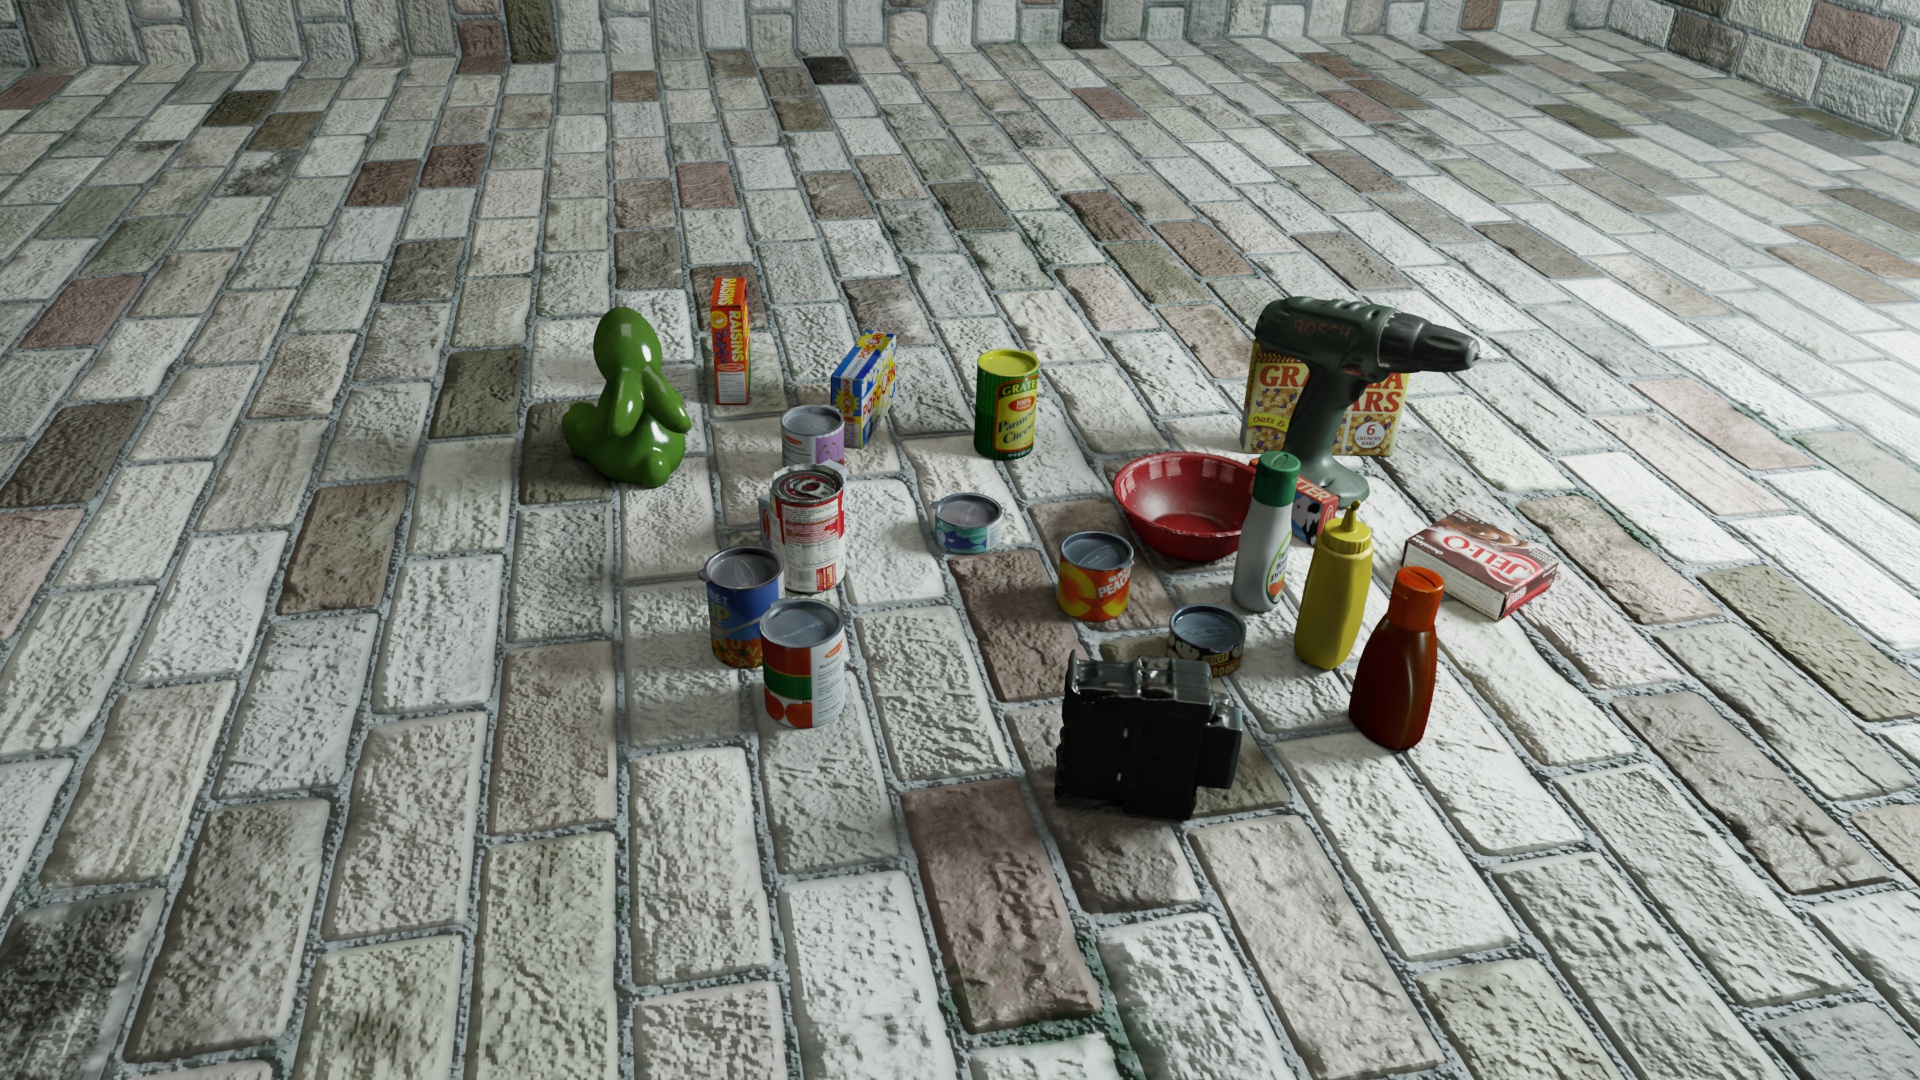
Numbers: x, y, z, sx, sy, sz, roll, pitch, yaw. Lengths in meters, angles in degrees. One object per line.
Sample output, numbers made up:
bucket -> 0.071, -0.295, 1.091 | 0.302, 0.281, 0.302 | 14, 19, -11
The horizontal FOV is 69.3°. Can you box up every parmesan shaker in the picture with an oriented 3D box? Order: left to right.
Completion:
parmesan shaker -> 0.051, -0.146, 1.494 | 0.071, 0.102, 0.072 | 1, 32, -1

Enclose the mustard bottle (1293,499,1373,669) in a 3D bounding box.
mustard bottle -> 0.319, 0.031, 1.174 | 0.049, 0.159, 0.065 | 21, 37, 28

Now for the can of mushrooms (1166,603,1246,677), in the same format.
can of mushrooms -> 0.212, 0.087, 1.198 | 0.071, 0.033, 0.071 | 1, 32, -1

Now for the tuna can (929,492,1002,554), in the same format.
tuna can -> 0.005, -0.017, 1.353 | 0.071, 0.032, 0.071 | 1, 32, -1

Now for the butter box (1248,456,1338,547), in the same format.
butter box -> 0.327, -0.040, 1.386 | 0.024, 0.052, 0.104 | -19, 38, -30

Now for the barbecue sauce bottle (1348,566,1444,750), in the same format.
barbecue sauce bottle -> 0.346, 0.091, 1.092 | 0.044, 0.147, 0.065 | -17, 37, -27

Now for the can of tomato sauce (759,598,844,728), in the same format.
can of tomato sauce -> -0.128, 0.098, 1.117 | 0.071, 0.082, 0.071 | 1, 32, -1

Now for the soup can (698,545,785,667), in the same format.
soup can -> -0.184, 0.057, 1.179 | 0.071, 0.083, 0.072 | 1, 32, -1

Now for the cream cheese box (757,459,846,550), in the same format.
cream cheese box -> -0.153, -0.035, 1.354 | 0.024, 0.053, 0.104 | 23, 38, 30

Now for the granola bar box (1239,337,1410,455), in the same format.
granola bar box -> 0.394, -0.155, 1.506 | 0.166, 0.123, 0.039 | 1, 32, -1

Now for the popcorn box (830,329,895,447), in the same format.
popcorn box -> -0.107, -0.169, 1.538 | 0.038, 0.084, 0.127 | 9, 33, 11

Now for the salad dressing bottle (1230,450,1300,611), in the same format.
salad dressing bottle -> 0.275, -0.008, 1.245 | 0.044, 0.146, 0.064 | 19, 36, 26

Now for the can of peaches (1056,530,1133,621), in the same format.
can of peaches -> 0.123, 0.033, 1.256 | 0.071, 0.057, 0.071 | 1, 32, -1

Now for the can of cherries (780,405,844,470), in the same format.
can of cherries -> -0.153, -0.102, 1.455 | 0.071, 0.058, 0.072 | 1, 32, -1

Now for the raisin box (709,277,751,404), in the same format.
raisin box -> -0.262, -0.228, 1.589 | 0.040, 0.122, 0.086 | -1, 32, -4
